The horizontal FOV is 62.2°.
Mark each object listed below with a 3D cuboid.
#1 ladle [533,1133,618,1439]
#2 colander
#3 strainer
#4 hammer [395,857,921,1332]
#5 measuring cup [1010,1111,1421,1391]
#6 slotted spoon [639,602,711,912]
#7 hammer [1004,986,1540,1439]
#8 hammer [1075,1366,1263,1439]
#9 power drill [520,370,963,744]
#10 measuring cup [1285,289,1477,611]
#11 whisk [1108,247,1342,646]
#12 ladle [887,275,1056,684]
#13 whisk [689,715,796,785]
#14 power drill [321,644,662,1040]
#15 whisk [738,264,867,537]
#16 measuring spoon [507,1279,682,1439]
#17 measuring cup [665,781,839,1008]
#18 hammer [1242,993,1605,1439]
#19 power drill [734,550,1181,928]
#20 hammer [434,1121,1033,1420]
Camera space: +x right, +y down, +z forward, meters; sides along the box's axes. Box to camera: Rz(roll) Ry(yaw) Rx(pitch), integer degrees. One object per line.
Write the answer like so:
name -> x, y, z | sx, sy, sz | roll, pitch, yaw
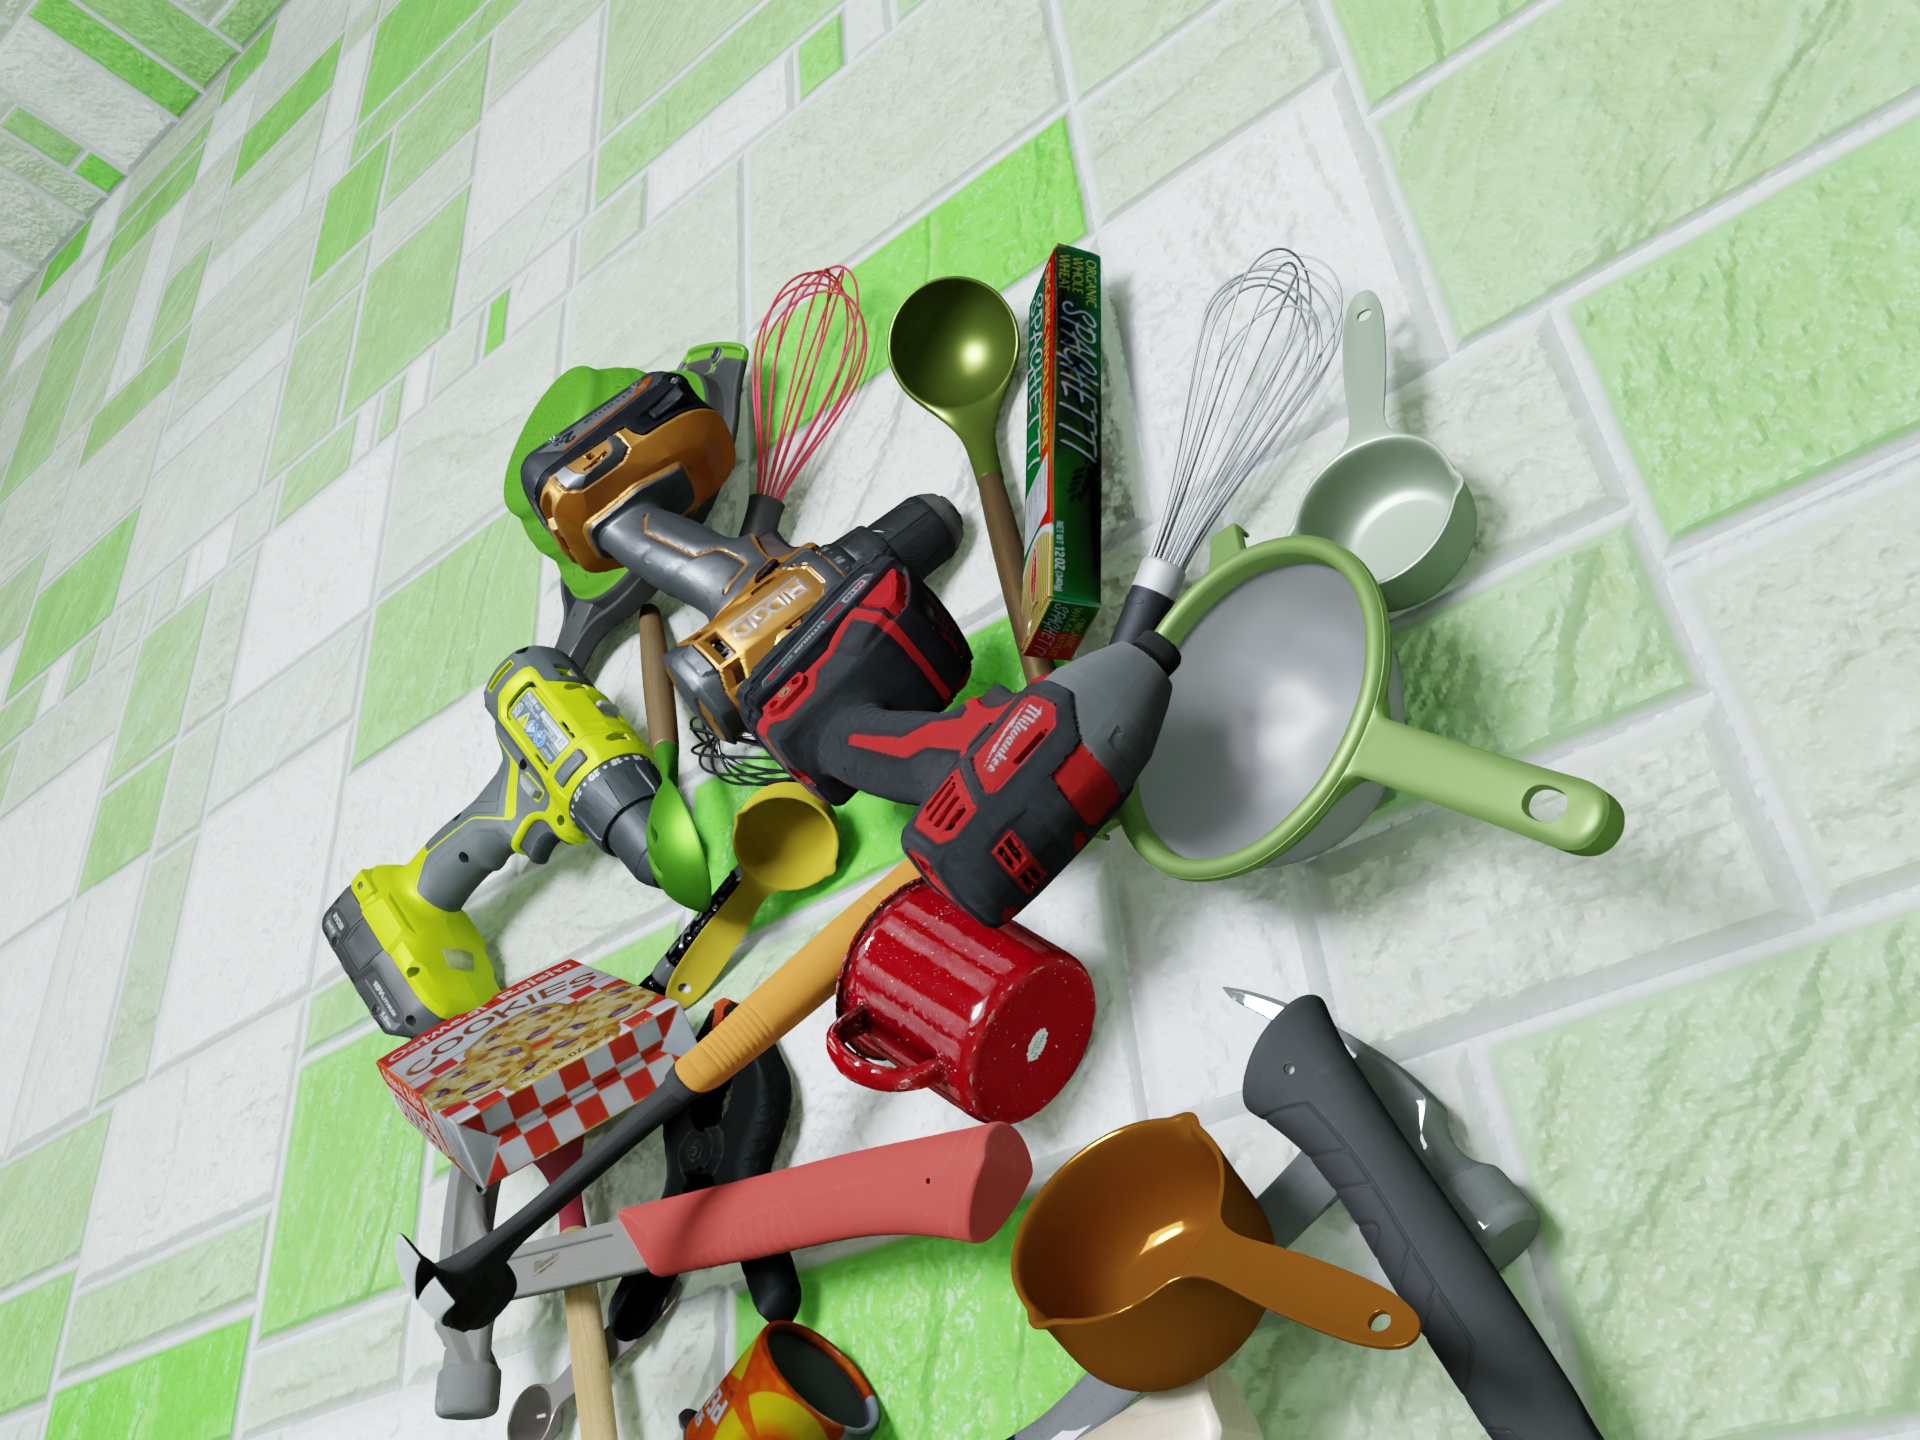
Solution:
ladle -> -0.198, 0.290, 0.827 | 0.069, 0.031, 0.316 | -37, 44, 13
colander -> -0.278, -0.098, 1.076 | 0.205, 0.094, 0.397 | 17, 82, 57
strainer -> 0.161, 0.015, 0.618 | 0.256, 0.069, 0.151 | 24, 89, 59
hammer -> -0.099, 0.140, 0.712 | 0.337, 0.127, 0.034 | -40, 77, -22
measuring cup -> 0.092, 0.191, 0.528 | 0.095, 0.052, 0.174 | -47, 24, -26
slotted spoon -> -0.177, 0.007, 0.947 | 0.314, 0.031, 0.070 | -113, 20, -56
hammer -> 0.034, 0.279, 0.625 | 0.405, 0.035, 0.144 | -49, 43, 10
hammer -> -0.060, 0.352, 0.617 | 0.410, 0.038, 0.146 | -39, 44, 18
power drill -> -0.125, -0.111, 0.917 | 0.185, 0.084, 0.226 | -38, 59, -14
measuring cup -> 0.191, -0.123, 0.717 | 0.083, 0.038, 0.168 | -17, 54, 35
whisk -> 0.108, -0.098, 0.769 | 0.070, 0.070, 0.284 | 21, 86, 47
ladle -> 0.019, -0.118, 0.861 | 0.078, 0.062, 0.320 | -16, 55, 6
whisk -> -0.065, 0.018, 0.864 | 0.239, 0.055, 0.055 | 7, 71, 40
power drill -> -0.273, 0.091, 0.981 | 0.228, 0.080, 0.191 | -49, 60, 8
whisk -> -0.118, -0.158, 1.012 | 0.073, 0.073, 0.296 | 3, 75, 44
measuring spoon -> -0.184, 0.331, 0.815 | 0.124, 0.018, 0.034 | -43, 41, 5
measuring cup -> -0.120, 0.098, 0.875 | 0.156, 0.062, 0.029 | -54, 12, 21
hammer -> 0.189, 0.224, 0.480 | 0.146, 0.035, 0.335 | -43, 53, 16
power drill -> -0.001, -0.002, 0.727 | 0.143, 0.078, 0.220 | -47, 34, -11
hammer -> -0.123, 0.229, 0.746 | 0.359, 0.036, 0.149 | -23, 55, 31
